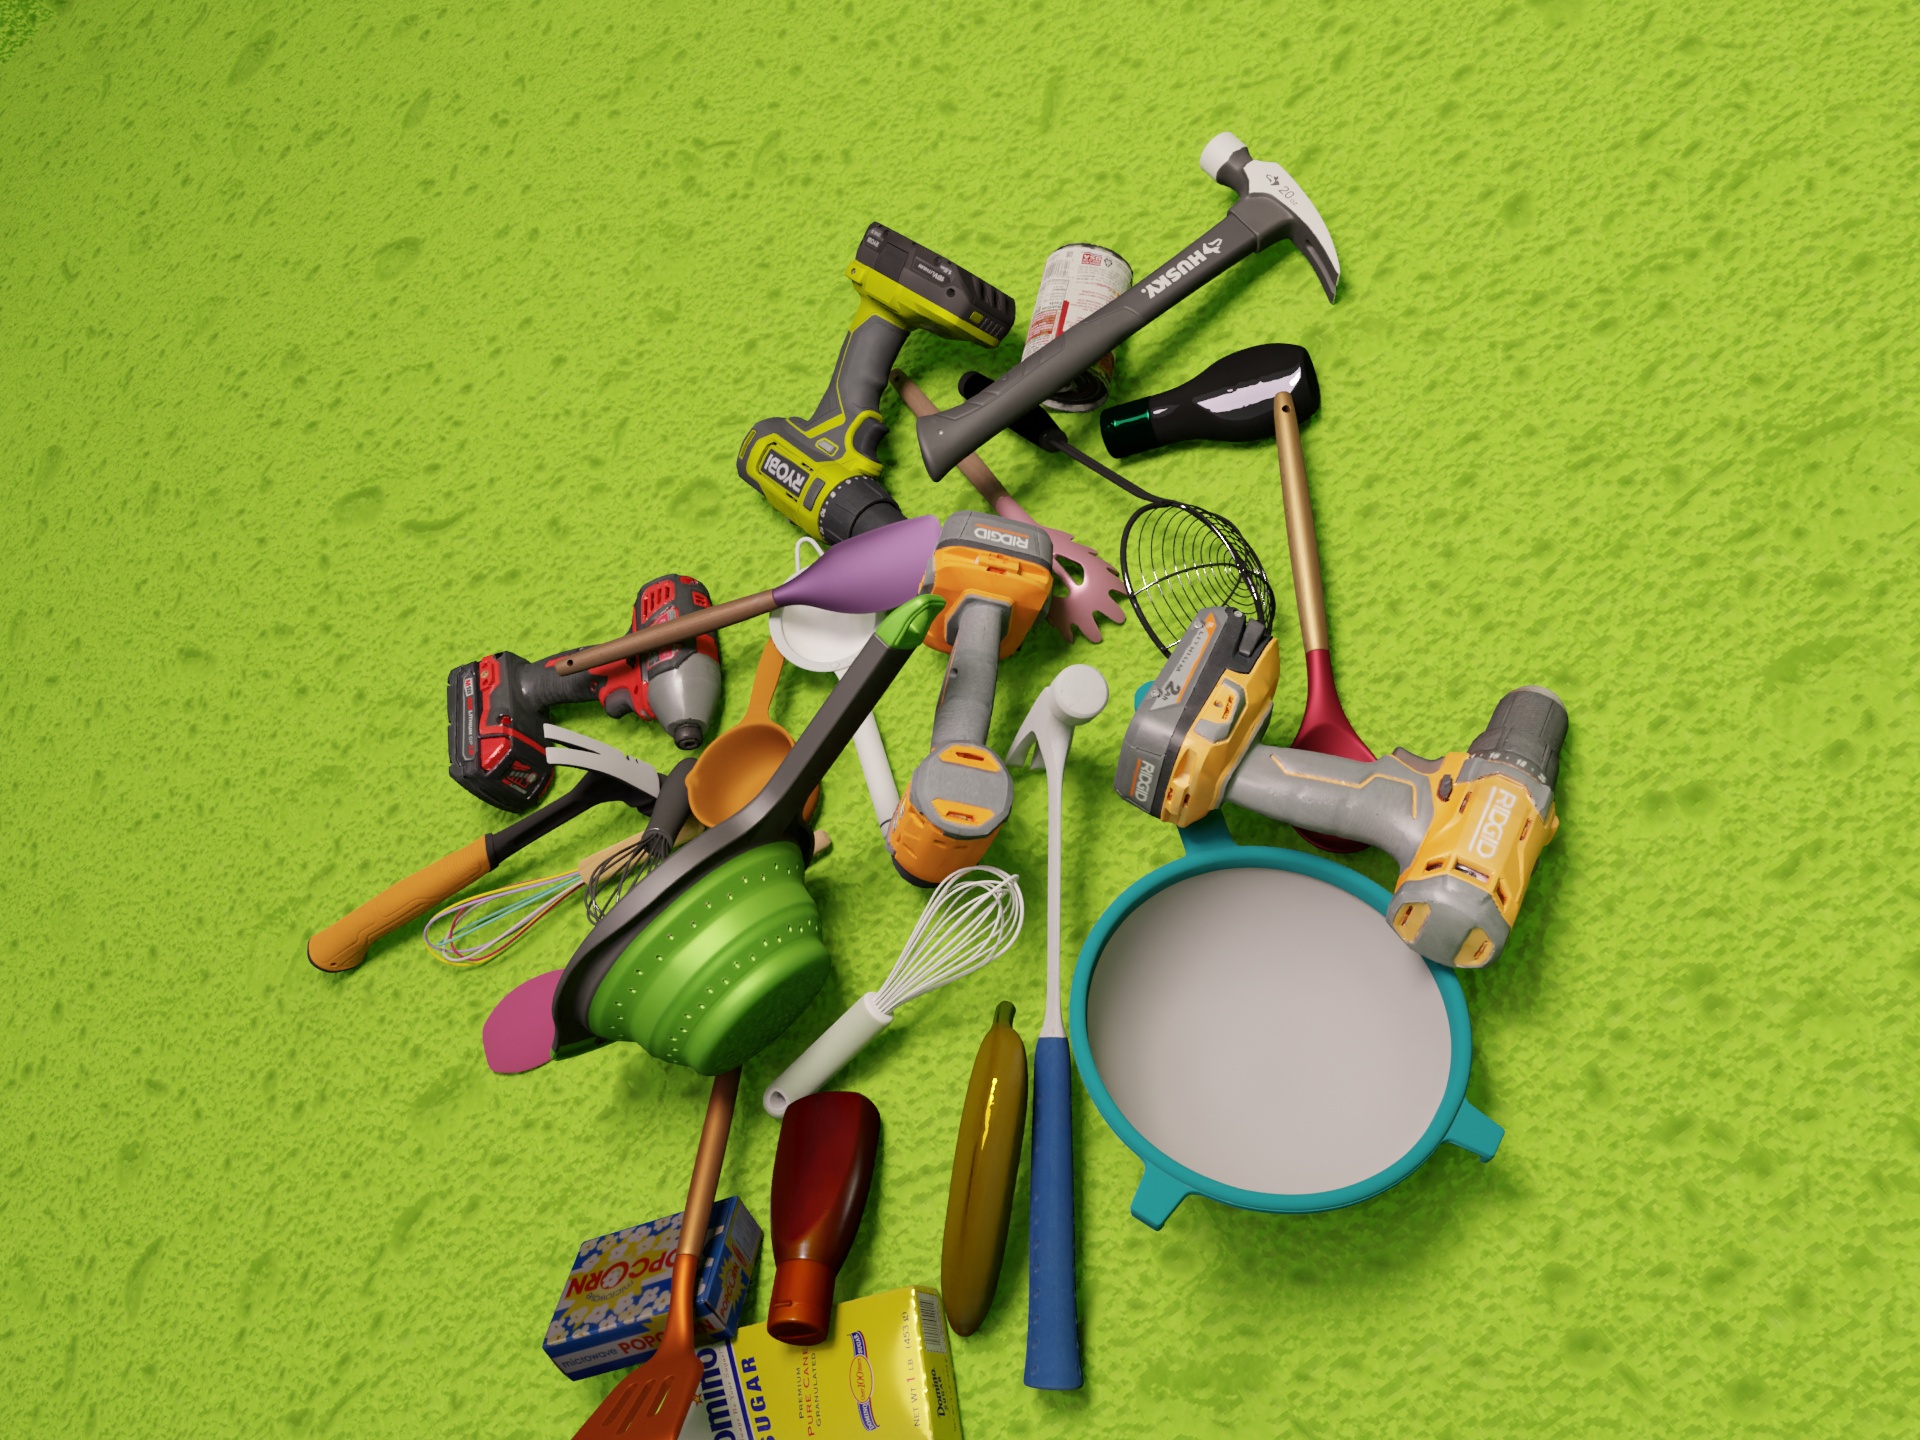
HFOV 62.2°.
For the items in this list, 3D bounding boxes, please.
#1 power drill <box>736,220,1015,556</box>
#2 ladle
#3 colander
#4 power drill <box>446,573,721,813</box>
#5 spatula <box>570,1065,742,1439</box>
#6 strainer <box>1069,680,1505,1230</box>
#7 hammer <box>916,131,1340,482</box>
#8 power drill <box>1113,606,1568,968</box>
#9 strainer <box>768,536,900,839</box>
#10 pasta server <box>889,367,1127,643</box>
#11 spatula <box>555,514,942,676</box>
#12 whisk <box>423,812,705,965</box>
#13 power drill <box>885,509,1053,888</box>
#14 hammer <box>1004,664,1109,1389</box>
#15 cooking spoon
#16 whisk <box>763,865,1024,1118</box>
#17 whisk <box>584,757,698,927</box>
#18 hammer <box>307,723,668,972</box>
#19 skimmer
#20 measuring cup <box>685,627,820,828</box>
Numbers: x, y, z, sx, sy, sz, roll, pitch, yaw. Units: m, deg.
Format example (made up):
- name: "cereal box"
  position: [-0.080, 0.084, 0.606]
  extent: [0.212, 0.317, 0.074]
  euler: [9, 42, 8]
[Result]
- name: "power drill"
  position: [-0.057, -0.235, 1.186]
  extent: [0.191, 0.080, 0.228]
  euler: [38, 105, 36]
- name: "ladle"
  position: [0.218, -0.066, 0.992]
  extent: [0.069, 0.031, 0.316]
  euler: [-2, 70, -2]
- name: "colander"
  position: [-0.105, 0.098, 0.991]
  extent: [0.094, 0.204, 0.397]
  euler: [44, 112, 18]
- name: "power drill"
  position: [-0.285, -0.014, 1.234]
  extent: [0.219, 0.078, 0.143]
  euler: [-21, 59, 15]
- name: "spatula"
  position: [-0.167, 0.303, 0.973]
  extent: [0.081, 0.041, 0.323]
  euler: [-20, 37, 21]
- name: "strainer"
  position: [0.152, 0.132, 0.913]
  extent: [0.211, 0.095, 0.341]
  euler: [-10, 52, -5]
- name: "hammer"
  position: [0.108, -0.269, 1.096]
  extent: [0.335, 0.035, 0.146]
  euler: [-37, 70, -9]
- name: "power drill"
  position: [0.223, 0.017, 0.893]
  extent: [0.226, 0.084, 0.185]
  euler: [25, 55, 15]
- name: "strainer"
  position: [-0.077, -0.015, 1.141]
  extent: [0.087, 0.050, 0.259]
  euler: [-18, 65, -1]
- name: "pasta server"
  position: [0.023, -0.170, 1.169]
  extent: [0.060, 0.040, 0.317]
  euler: [-41, 51, 7]
- name: "spatula"
  position: [-0.156, -0.080, 1.160]
  extent: [0.316, 0.018, 0.060]
  euler: [-16, 82, 15]
- name: "whisk"
  position: [-0.298, 0.127, 1.201]
  extent: [0.245, 0.051, 0.047]
  euler: [-25, 84, 11]
- name: "power drill"
  position: [-0.002, -0.003, 1.043]
  extent: [0.084, 0.164, 0.227]
  euler: [12, 64, -7]
- name: "hammer"
  position: [0.055, 0.179, 0.953]
  extent: [0.035, 0.144, 0.406]
  euler: [4, 75, -10]
- name: "cooking spoon"
  position: [-0.225, 0.164, 1.152]
  extent: [0.319, 0.017, 0.069]
  euler: [-32, 57, 13]
- name: "whisk"
  position: [-0.046, 0.177, 1.009]
  extent: [0.246, 0.059, 0.058]
  euler: [-46, 77, 22]
- name: "whisk"
  position: [-0.211, 0.081, 1.096]
  extent: [0.055, 0.055, 0.239]
  euler: [-27, 20, 15]
- name: "hammer"
  position: [-0.382, 0.109, 1.213]
  extent: [0.337, 0.127, 0.034]
  euler: [-30, 56, 20]
- name: "skimmer"
  position: [0.085, -0.145, 1.095]
  extent: [0.364, 0.127, 0.090]
  euler: [44, 117, 46]
- name: "measuring cup"
  position: [-0.137, 0.015, 1.157]
  extent: [0.095, 0.052, 0.174]
  euler: [-6, 54, 25]
